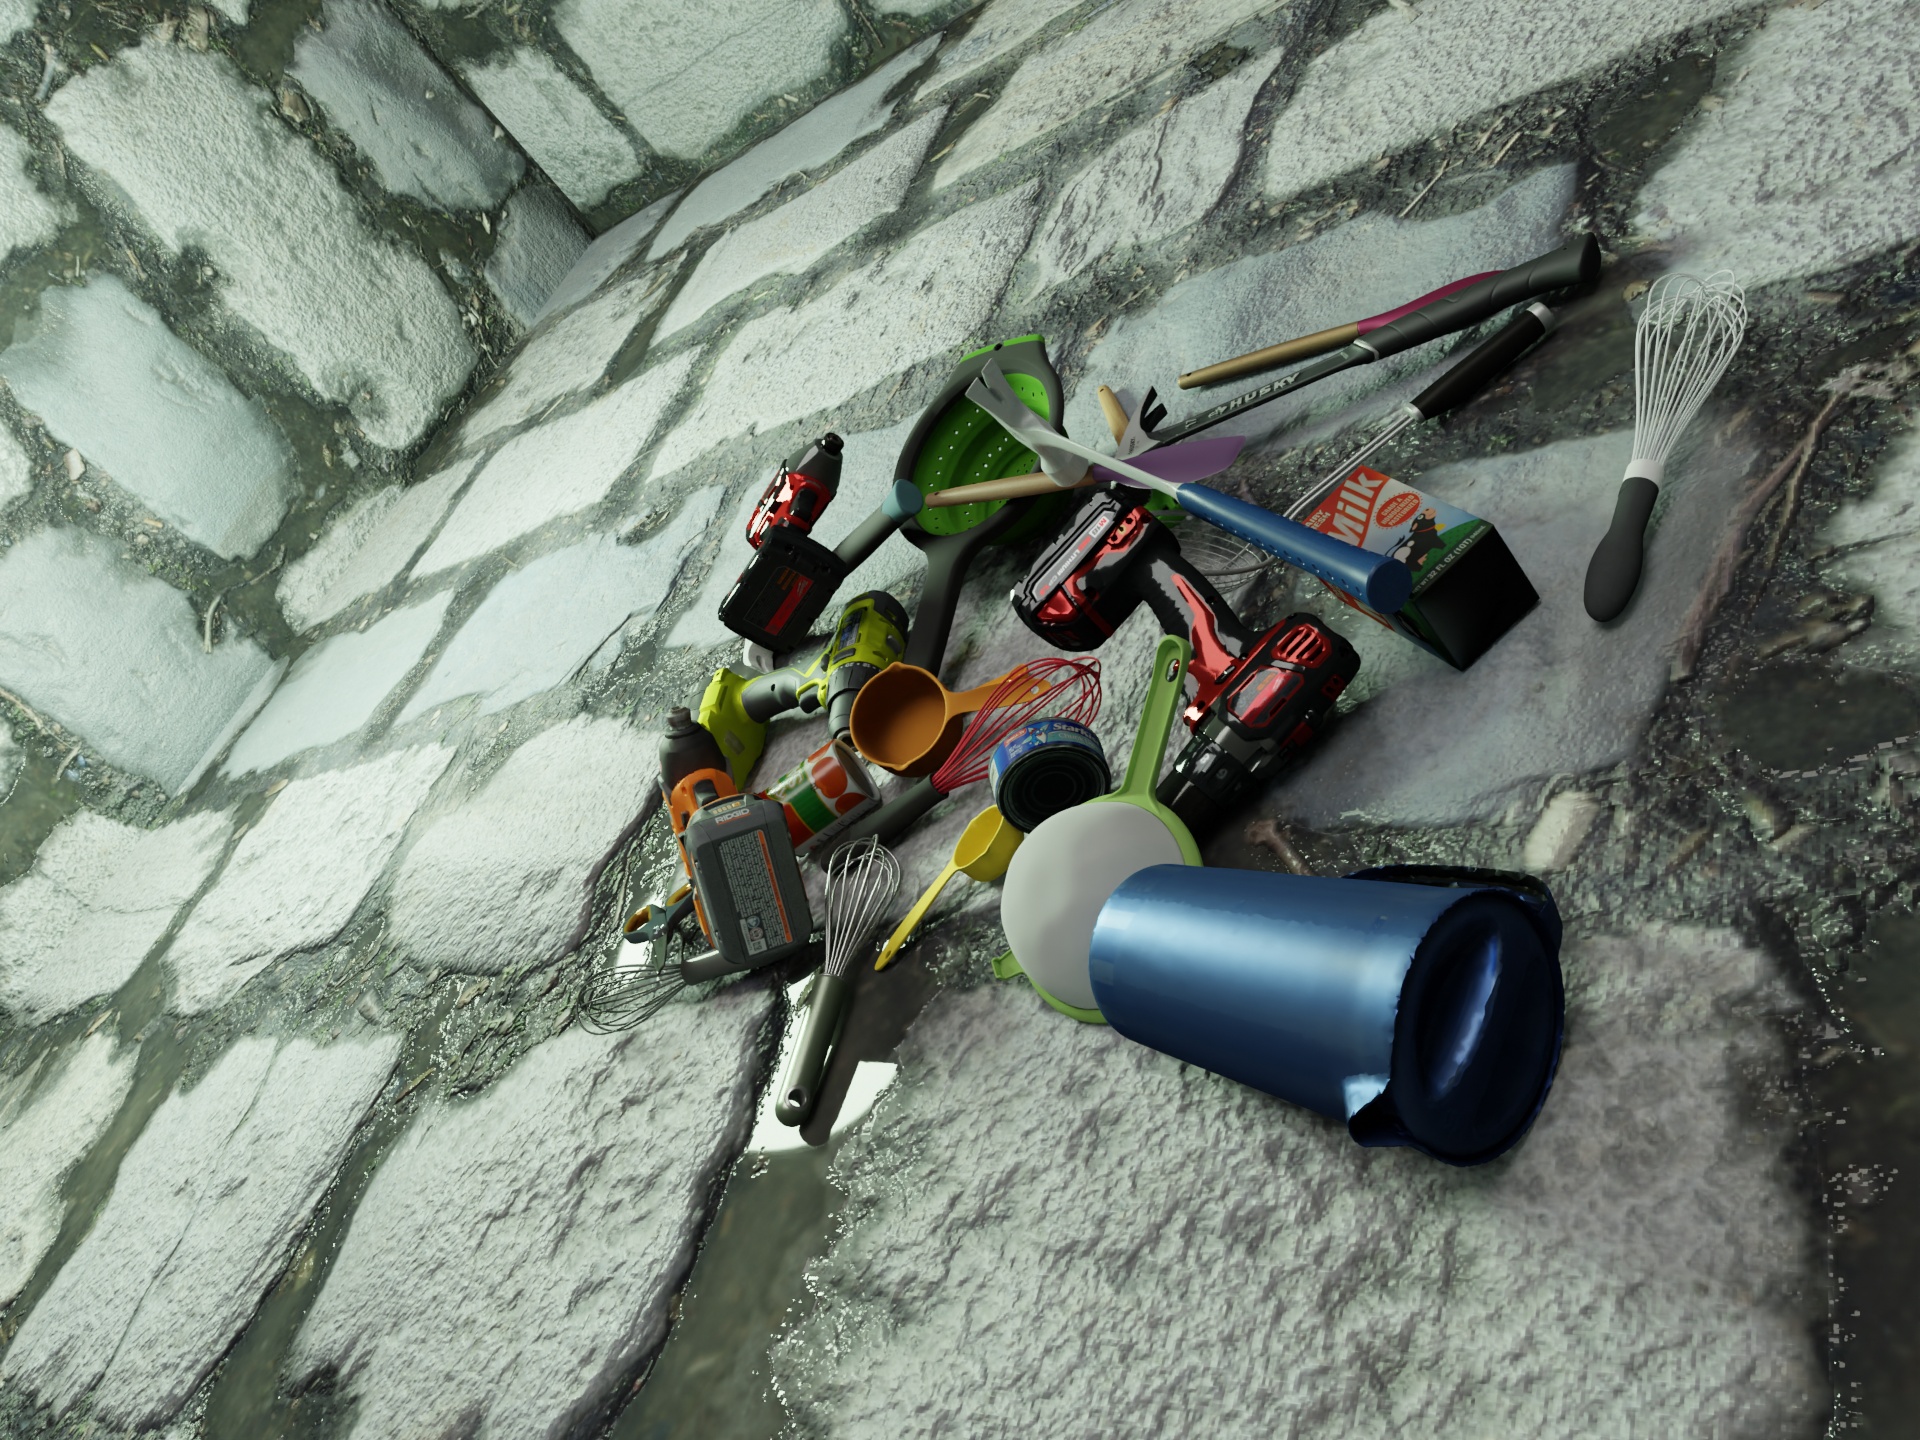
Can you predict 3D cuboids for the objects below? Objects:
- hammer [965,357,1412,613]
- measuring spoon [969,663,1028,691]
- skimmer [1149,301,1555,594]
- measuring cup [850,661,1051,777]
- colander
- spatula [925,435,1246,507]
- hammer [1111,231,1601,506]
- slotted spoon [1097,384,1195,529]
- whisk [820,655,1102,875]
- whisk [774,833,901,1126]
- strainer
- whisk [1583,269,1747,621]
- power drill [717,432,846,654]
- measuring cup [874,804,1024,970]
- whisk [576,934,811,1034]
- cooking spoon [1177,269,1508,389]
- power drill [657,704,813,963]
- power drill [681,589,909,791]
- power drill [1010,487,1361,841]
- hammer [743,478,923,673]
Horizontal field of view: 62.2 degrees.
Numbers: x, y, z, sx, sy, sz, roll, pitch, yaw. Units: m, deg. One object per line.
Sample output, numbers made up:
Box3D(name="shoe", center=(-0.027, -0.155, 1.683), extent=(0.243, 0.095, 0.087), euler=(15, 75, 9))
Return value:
Box3D(name="hammer", center=(0.149, -0.162, 1.117), extent=(0.035, 0.143, 0.406), euler=(-55, 41, 0))
Box3D(name="measuring spoon", center=(0.012, -0.017, 1.348), extent=(0.117, 0.011, 0.021), euler=(-28, 29, 29))
Box3D(name="skimmer", center=(0.281, -0.214, 1.203), extent=(0.363, 0.090, 0.127), euler=(-38, 30, 8))
Box3D(name="measuring cup", center=(-0.002, -0.004, 1.304), extent=(0.173, 0.052, 0.095), euler=(-11, 68, 17))
Box3D(name="colander", center=(0.021, -0.154, 1.445), extent=(0.204, 0.094, 0.397), euler=(-4, 64, 44))
Box3D(name="spatula", center=(0.091, -0.199, 1.318), extent=(0.316, 0.018, 0.060), euler=(-1, 44, 41))
Box3D(name="hammer", center=(0.310, -0.293, 1.289), extent=(0.409, 0.036, 0.149), euler=(-20, 33, 26))
Box3D(name="slotted spoon", center=(0.158, -0.242, 1.441), extent=(0.070, 0.031, 0.314), euler=(-34, 30, 14))
Box3D(name="whisk", center=(-0.002, 0.041, 1.251), extent=(0.296, 0.073, 0.073), euler=(-37, 31, 23))
Box3D(name="whisk", center=(-0.095, 0.189, 1.188), extent=(0.059, 0.057, 0.247), euler=(120, 169, -53))
Box3D(name="strainer", center=(0.091, 0.062, 1.014), extent=(0.152, 0.069, 0.256), euler=(11, 83, 46))
Box3D(name="whisk", center=(0.444, -0.179, 1.016), extent=(0.070, 0.070, 0.285), euler=(-1, 55, 48))
Box3D(name="power drill", center=(-0.157, -0.175, 1.499), extent=(0.143, 0.078, 0.220), euler=(-51, 22, 30))
Box3D(name="measuring cup", center=(-0.007, 0.131, 1.179), extent=(0.156, 0.029, 0.062), euler=(-52, 18, 9))
Box3D(name="whisk", center=(-0.222, 0.209, 1.303), extent=(0.239, 0.055, 0.055), euler=(-22, 37, 24))
Box3D(name="cooking spoon", center=(0.322, -0.330, 1.368), extent=(0.319, 0.017, 0.069), euler=(-9, 45, 42))
Box3D(name="power drill", center=(-0.193, 0.085, 1.277), extent=(0.084, 0.164, 0.227), euler=(-18, 19, -15))
Box3D(name="power drill", center=(-0.154, -0.011, 1.461), extent=(0.228, 0.080, 0.191), euler=(-24, 33, 24))
Box3D(name="power drill", center=(0.137, -0.034, 1.099), extent=(0.188, 0.080, 0.227), euler=(-49, 60, 4))
Box3D(name="hammer", center=(-0.129, -0.140, 1.535), extent=(0.331, 0.033, 0.128), euler=(-36, 36, 51))
